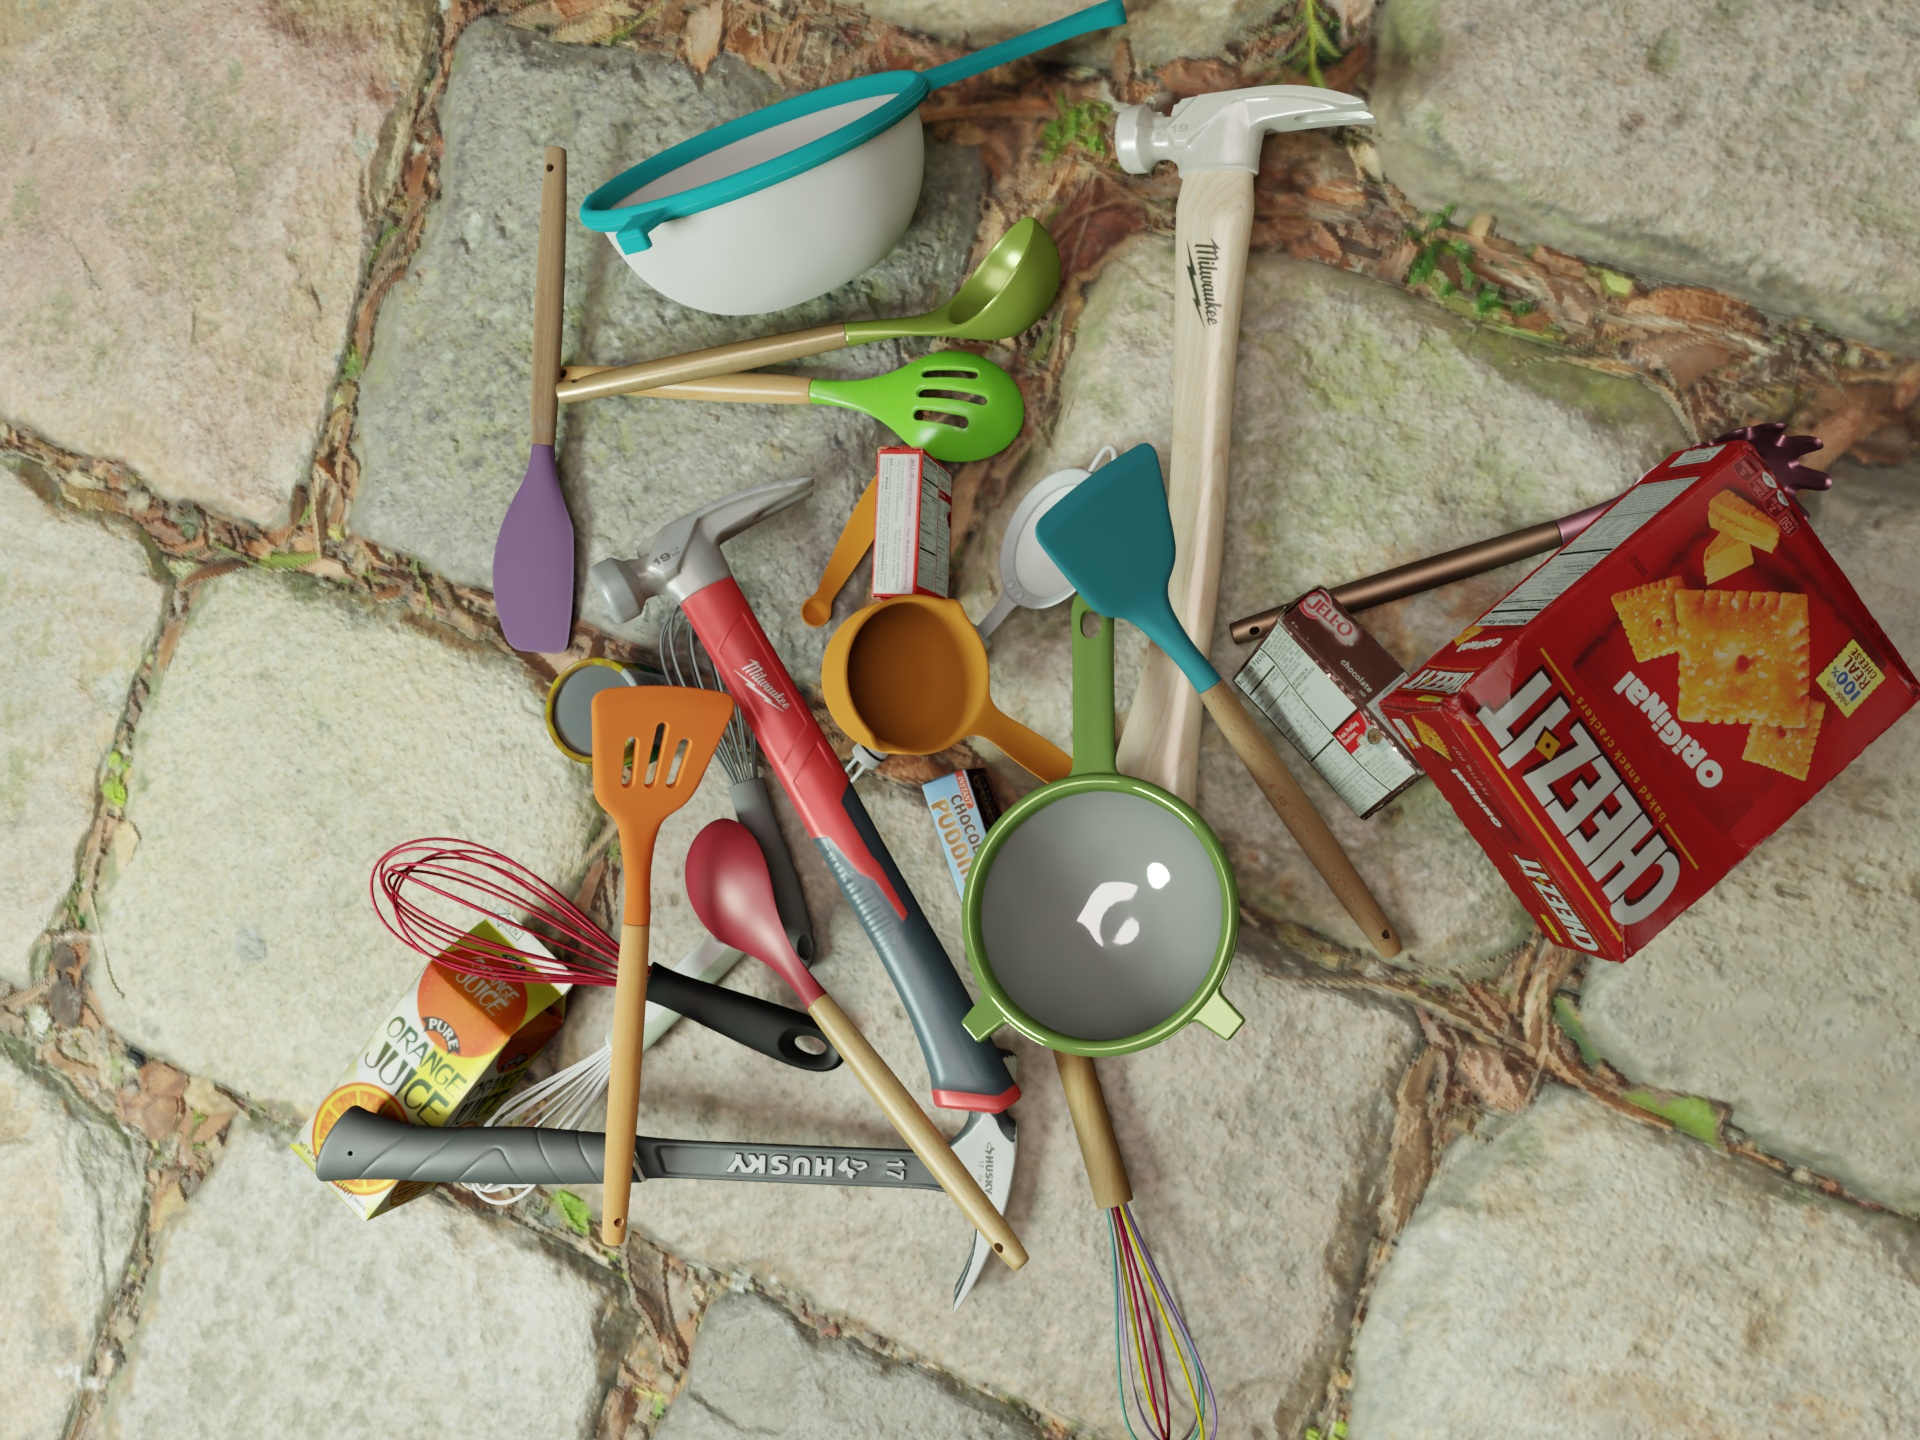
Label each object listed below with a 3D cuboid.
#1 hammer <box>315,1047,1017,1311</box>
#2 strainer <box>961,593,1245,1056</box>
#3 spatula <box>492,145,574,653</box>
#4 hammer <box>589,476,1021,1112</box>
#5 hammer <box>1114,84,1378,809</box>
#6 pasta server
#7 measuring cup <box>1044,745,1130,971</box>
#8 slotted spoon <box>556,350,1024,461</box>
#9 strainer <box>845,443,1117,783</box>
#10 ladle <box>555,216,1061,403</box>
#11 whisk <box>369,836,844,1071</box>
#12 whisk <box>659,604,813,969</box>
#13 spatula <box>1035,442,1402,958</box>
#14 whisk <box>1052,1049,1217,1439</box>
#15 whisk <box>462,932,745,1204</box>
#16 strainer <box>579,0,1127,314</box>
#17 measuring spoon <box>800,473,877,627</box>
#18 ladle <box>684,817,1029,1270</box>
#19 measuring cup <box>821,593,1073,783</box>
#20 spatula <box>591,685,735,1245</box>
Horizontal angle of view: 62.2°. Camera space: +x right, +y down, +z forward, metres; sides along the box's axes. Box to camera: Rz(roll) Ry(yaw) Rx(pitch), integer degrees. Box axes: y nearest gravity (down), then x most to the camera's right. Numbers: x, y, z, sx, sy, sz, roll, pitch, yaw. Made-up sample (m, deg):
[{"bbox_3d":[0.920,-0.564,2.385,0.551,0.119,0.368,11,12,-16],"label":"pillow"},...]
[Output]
[{"bbox_3d":[-0.171,0.262,0.932,0.409,0.036,0.149,2,91,1],"label":"hammer"},{"bbox_3d":[0.081,0.057,0.882,0.151,0.069,0.256,-4,75,18],"label":"strainer"},{"bbox_3d":[-0.266,-0.201,1.008,0.060,0.018,0.316,7,97,17],"label":"spatula"},{"bbox_3d":[-0.061,0.045,0.916,0.143,0.038,0.386,-29,82,-12],"label":"hammer"},{"bbox_3d":[0.144,-0.148,0.900,0.146,0.038,0.410,5,91,30],"label":"hammer"},{"bbox_3d":[0.302,-0.093,0.872,0.316,0.040,0.060,-17,104,14],"label":"pasta server"},{"bbox_3d":[0.072,0.074,0.923,0.062,0.029,0.156,1,90,14],"label":"measuring cup"},{"bbox_3d":[-0.116,-0.203,0.983,0.314,0.031,0.070,7,79,15],"label":"slotted spoon"},{"bbox_3d":[0.015,-0.054,0.939,0.258,0.050,0.087,-47,44,14],"label":"strainer"},{"bbox_3d":[-0.096,-0.237,0.951,0.320,0.078,0.062,-9,129,10],"label":"ladle"},{"bbox_3d":[-0.202,0.144,0.932,0.295,0.073,0.073,24,94,-11],"label":"whisk"},{"bbox_3d":[-0.132,0.040,0.967,0.055,0.055,0.239,-18,87,12],"label":"whisk"},{"bbox_3d":[0.153,0.003,0.863,0.082,0.044,0.317,-37,96,-14],"label":"spatula"},{"bbox_3d":[0.092,0.298,0.907,0.051,0.047,0.245,-16,80,0],"label":"whisk"},{"bbox_3d":[-0.216,0.207,0.982,0.246,0.059,0.058,-44,51,4],"label":"whisk"},{"bbox_3d":[-0.048,-0.319,0.931,0.340,0.211,0.095,-24,119,-7],"label":"strainer"},{"bbox_3d":[-0.064,-0.109,0.976,0.021,0.011,0.117,30,91,13],"label":"measuring spoon"},{"bbox_3d":[-0.065,0.180,0.903,0.316,0.031,0.069,49,121,19],"label":"ladle"},{"bbox_3d":[-0.001,-0.003,0.901,0.173,0.052,0.095,34,74,-23],"label":"measuring cup"},{"bbox_3d":[-0.181,0.139,0.889,0.081,0.041,0.322,2,95,-29],"label":"spatula"}]
